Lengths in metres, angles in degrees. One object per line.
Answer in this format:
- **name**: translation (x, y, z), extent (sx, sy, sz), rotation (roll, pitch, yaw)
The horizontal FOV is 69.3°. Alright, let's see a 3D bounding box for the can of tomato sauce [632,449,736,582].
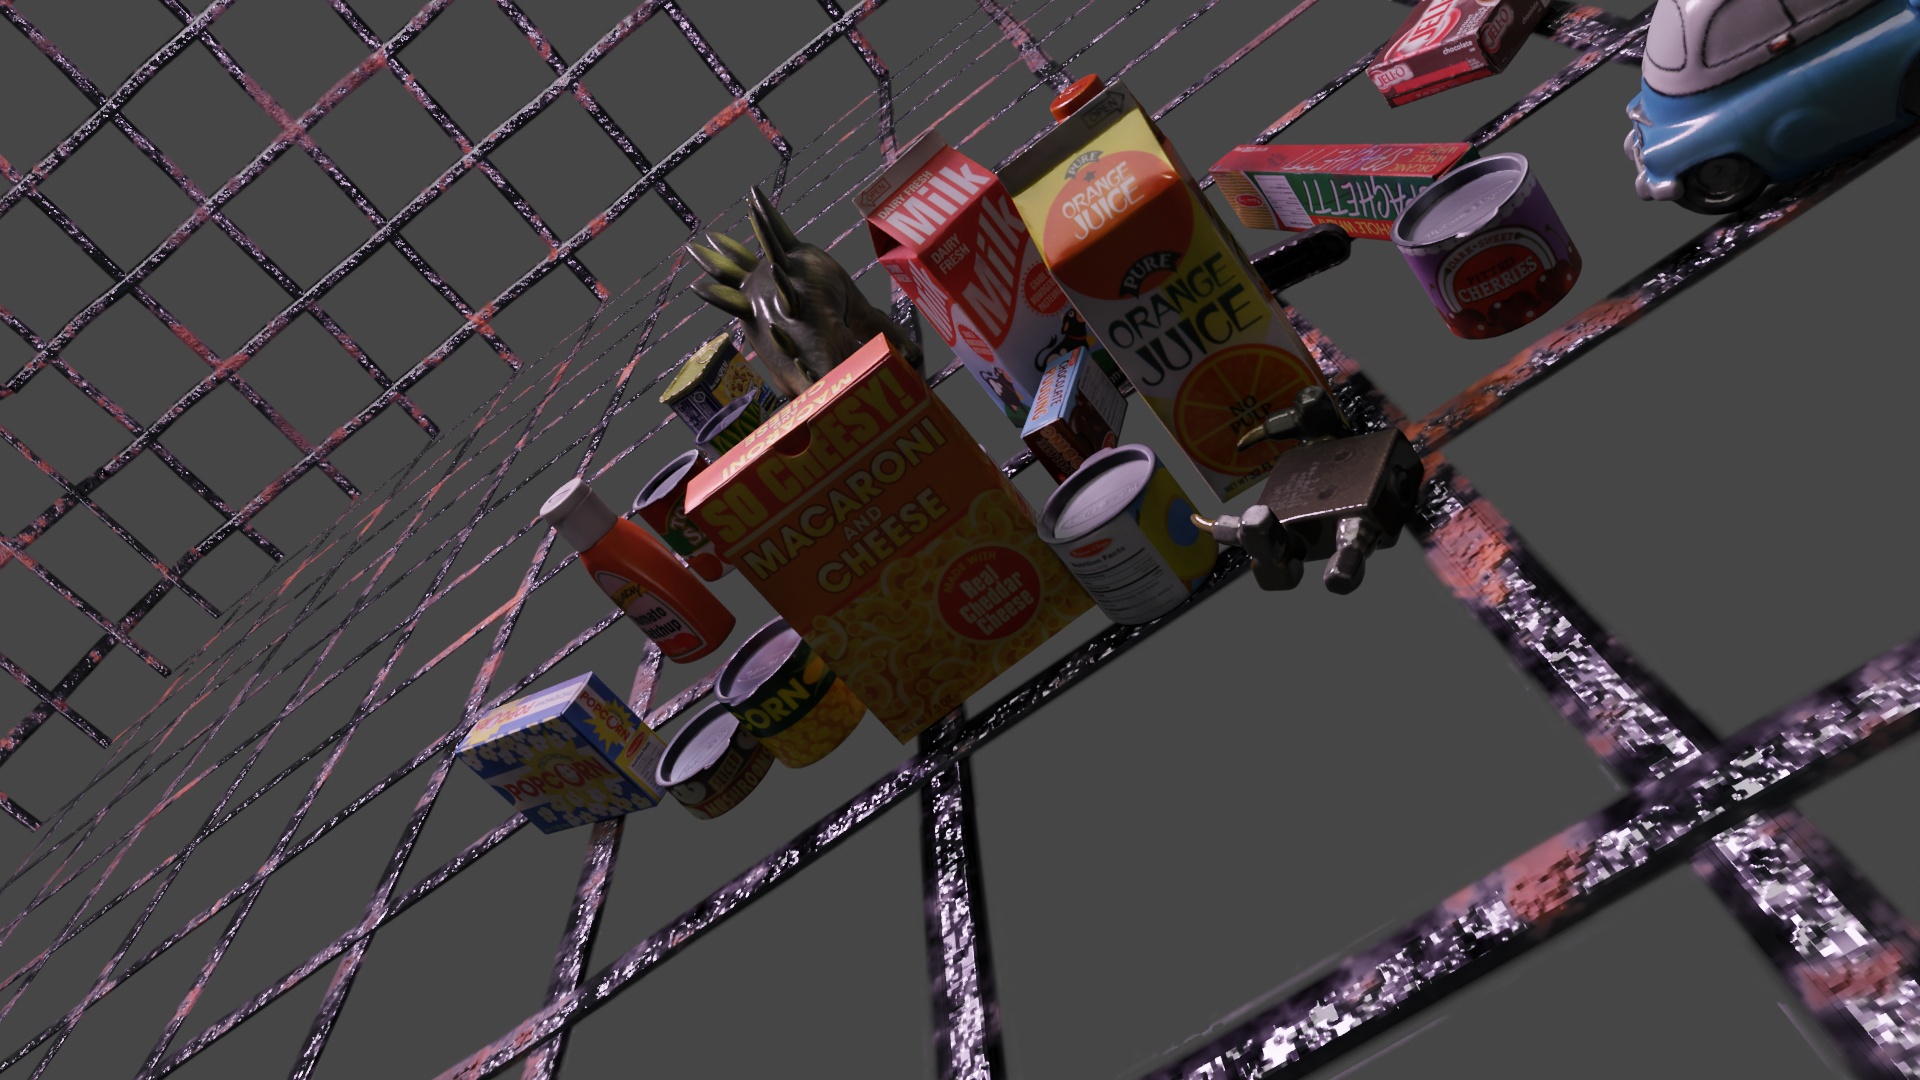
- **can of tomato sauce**: translation (-0.202, -0.018, 1.084), extent (0.071, 0.083, 0.071), rotation (-33, 24, 17)

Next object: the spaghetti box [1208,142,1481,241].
- **spaghetti box**: translation (0.223, -0.203, 0.807), extent (0.029, 0.050, 0.250), rotation (-42, 23, -3)

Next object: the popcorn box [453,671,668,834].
- **popcorn box**: translation (-0.244, 0.135, 0.866), extent (0.126, 0.085, 0.038), rotation (-21, 29, 39)

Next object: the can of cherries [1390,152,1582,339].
- **can of cherries**: translation (0.242, -0.134, 0.640), extent (0.071, 0.058, 0.072), rotation (-33, 24, 17)

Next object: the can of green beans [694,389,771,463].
- **can of green beans**: translation (-0.190, -0.086, 1.223), extent (0.071, 0.057, 0.071), rotation (-33, 24, 17)

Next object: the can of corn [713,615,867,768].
- **can of corn**: translation (-0.091, 0.083, 0.759), extent (0.071, 0.058, 0.071), rotation (-33, 24, 17)

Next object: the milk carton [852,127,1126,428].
- **milk carton**: translation (0.018, -0.158, 0.860), extent (0.072, 0.190, 0.073), rotation (-45, 23, -11)

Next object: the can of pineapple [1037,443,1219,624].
- **can of pineapple**: translation (0.080, -0.004, 0.654), extent (0.071, 0.057, 0.071), rotation (-33, 24, 17)

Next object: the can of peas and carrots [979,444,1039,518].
- **can of peas and carrots**: translation (0.003, -0.010, 0.783), extent (0.071, 0.058, 0.071), rotation (-33, 24, 17)

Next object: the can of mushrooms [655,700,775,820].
- **can of mushrooms**: translation (-0.137, 0.124, 0.787), extent (0.071, 0.033, 0.071), rotation (-33, 24, 17)

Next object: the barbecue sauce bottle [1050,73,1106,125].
- **barbecue sauce bottle**: translation (0.114, -0.229, 0.896), extent (0.044, 0.148, 0.065), rotation (-50, 24, -23)

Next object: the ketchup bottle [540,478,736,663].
- **ketchup bottle**: translation (-0.225, 0.021, 0.962), extent (0.064, 0.148, 0.044), rotation (-19, 31, 42)

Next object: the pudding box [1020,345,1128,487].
- **pudding box**: translation (0.067, -0.070, 0.806), extent (0.030, 0.049, 0.084), rotation (-26, 27, 31)

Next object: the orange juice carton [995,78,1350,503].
- **orange juice carton**: translation (0.100, -0.118, 0.657), extent (0.071, 0.192, 0.073), rotation (-32, 24, 19)

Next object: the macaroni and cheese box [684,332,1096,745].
- **macaroni and cheese box**: translation (-0.032, 0.002, 0.675), extent (0.123, 0.166, 0.040), rotation (-37, 23, 7)
